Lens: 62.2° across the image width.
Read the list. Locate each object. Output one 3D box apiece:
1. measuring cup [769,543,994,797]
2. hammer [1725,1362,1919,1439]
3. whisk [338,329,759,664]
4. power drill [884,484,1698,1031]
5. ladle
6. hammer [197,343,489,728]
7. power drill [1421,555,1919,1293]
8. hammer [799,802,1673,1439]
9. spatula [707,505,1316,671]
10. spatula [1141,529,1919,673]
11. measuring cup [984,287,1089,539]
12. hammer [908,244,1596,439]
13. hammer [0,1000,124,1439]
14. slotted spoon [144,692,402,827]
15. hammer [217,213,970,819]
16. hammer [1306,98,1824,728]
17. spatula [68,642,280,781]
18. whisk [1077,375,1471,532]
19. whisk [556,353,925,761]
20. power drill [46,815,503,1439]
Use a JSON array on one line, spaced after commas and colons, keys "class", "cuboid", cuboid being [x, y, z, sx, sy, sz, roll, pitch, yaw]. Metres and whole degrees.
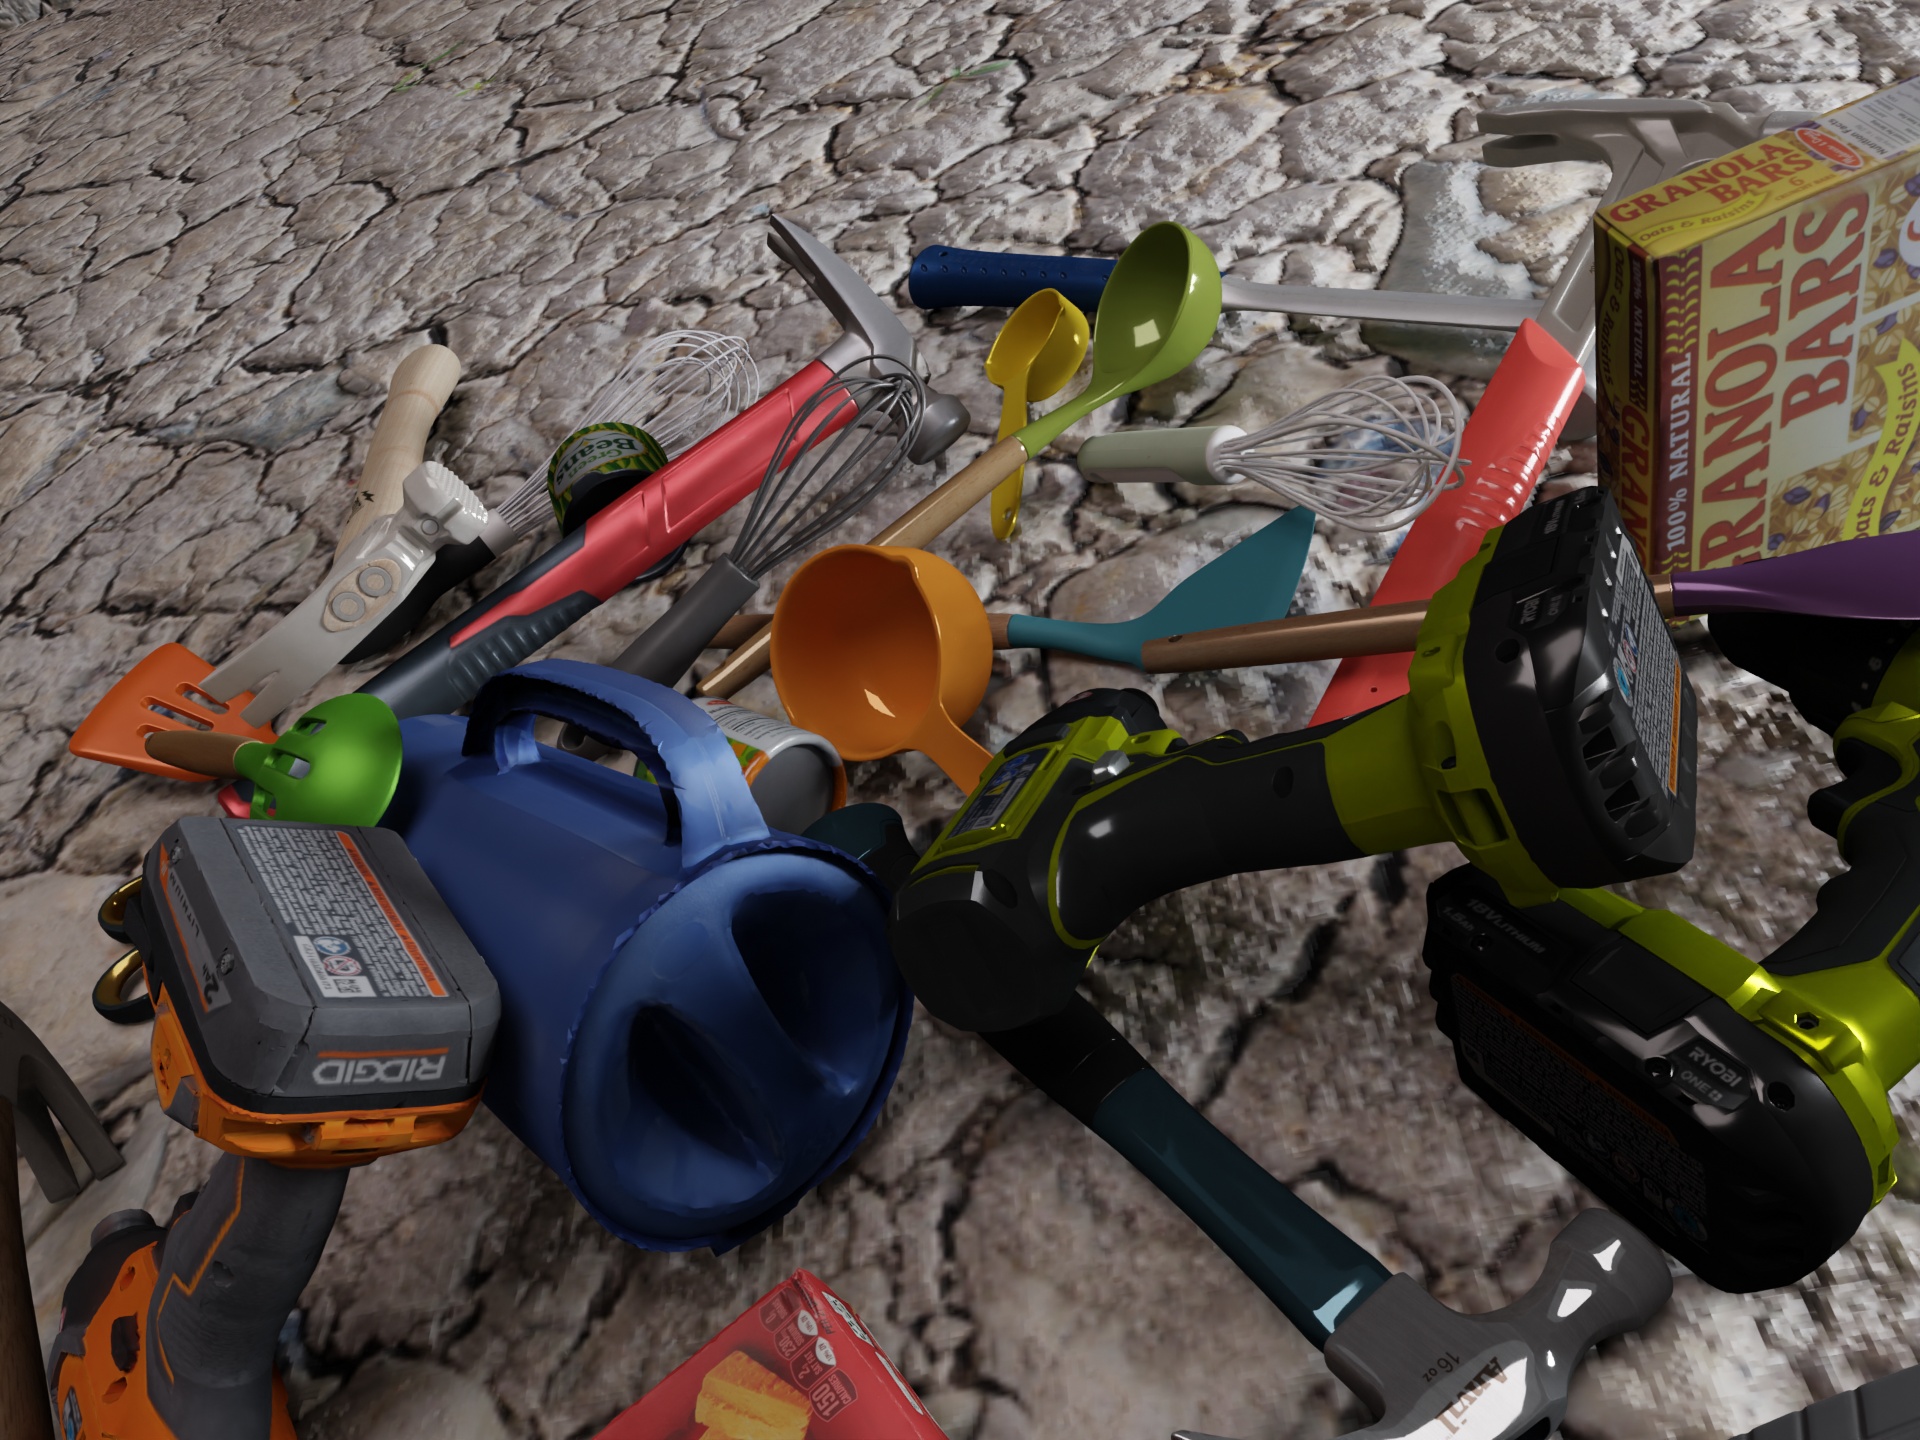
[{"class": "measuring cup", "cuboid": [-0.001, -0.002, 0.643, 0.174, 0.095, 0.052, 43, 27, 21]}, {"class": "hammer", "cuboid": [0.272, 0.158, 0.371, 0.335, 0.035, 0.146, -22, 41, 2]}, {"class": "whisk", "cuboid": [-0.228, -0.122, 0.867, 0.284, 0.070, 0.070, -39, 44, -11]}, {"class": "power drill", "cuboid": [0.100, 0.011, 0.495, 0.223, 0.080, 0.171, -19, 18, 33]}, {"class": "ladle", "cuboid": [0.000, -0.118, 0.723, 0.320, 0.062, 0.078, -40, 22, -16]}, {"class": "hammer", "cuboid": [-0.316, -0.131, 0.866, 0.146, 0.038, 0.411, -41, 28, 6]}, {"class": "power drill", "cuboid": [0.252, 0.038, 0.472, 0.228, 0.080, 0.191, -33, 38, -13]}, {"class": "hammer", "cuboid": [0.046, 0.115, 0.517, 0.128, 0.033, 0.331, -37, 43, -16]}, {"class": "spatula", "cuboid": [-0.002, -0.048, 0.697, 0.317, 0.044, 0.082, 1, 44, 26]}, {"class": "spatula", "cuboid": [0.211, -0.037, 0.532, 0.316, 0.018, 0.060, -5, 30, 26]}, {"class": "measuring cup", "cuboid": [0.037, -0.149, 0.797, 0.062, 0.029, 0.157, -28, 46, 45]}, {"class": "hammer", "cuboid": [0.146, -0.219, 0.812, 0.406, 0.035, 0.144, 15, 55, 35]}, {"class": "hammer", "cuboid": [-0.318, 0.220, 0.528, 0.031, 0.129, 0.332, -29, 53, -7]}, {"class": "slotted spoon", "cuboid": [-0.298, 0.017, 0.652, 0.314, 0.031, 0.070, 3, 65, 53]}, {"class": "hammer", "cuboid": [-0.183, -0.085, 0.748, 0.386, 0.038, 0.143, -39, 87, -16]}, {"class": "hammer", "cuboid": [0.216, -0.124, 0.640, 0.149, 0.036, 0.359, 16, 64, 37]}, {"class": "spatula", "cuboid": [-0.294, 0.012, 0.768, 0.323, 0.041, 0.081, 6, 49, 27]}, {"class": "whisk", "cuboid": [0.117, -0.109, 0.658, 0.246, 0.057, 0.059, 17, 92, 63]}, {"class": "whisk", "cuboid": [-0.102, -0.069, 0.718, 0.239, 0.055, 0.055, -47, 43, 6]}, {"class": "power drill", "cuboid": [-0.230, 0.147, 0.499, 0.164, 0.084, 0.226, 37, 111, 44]}]
